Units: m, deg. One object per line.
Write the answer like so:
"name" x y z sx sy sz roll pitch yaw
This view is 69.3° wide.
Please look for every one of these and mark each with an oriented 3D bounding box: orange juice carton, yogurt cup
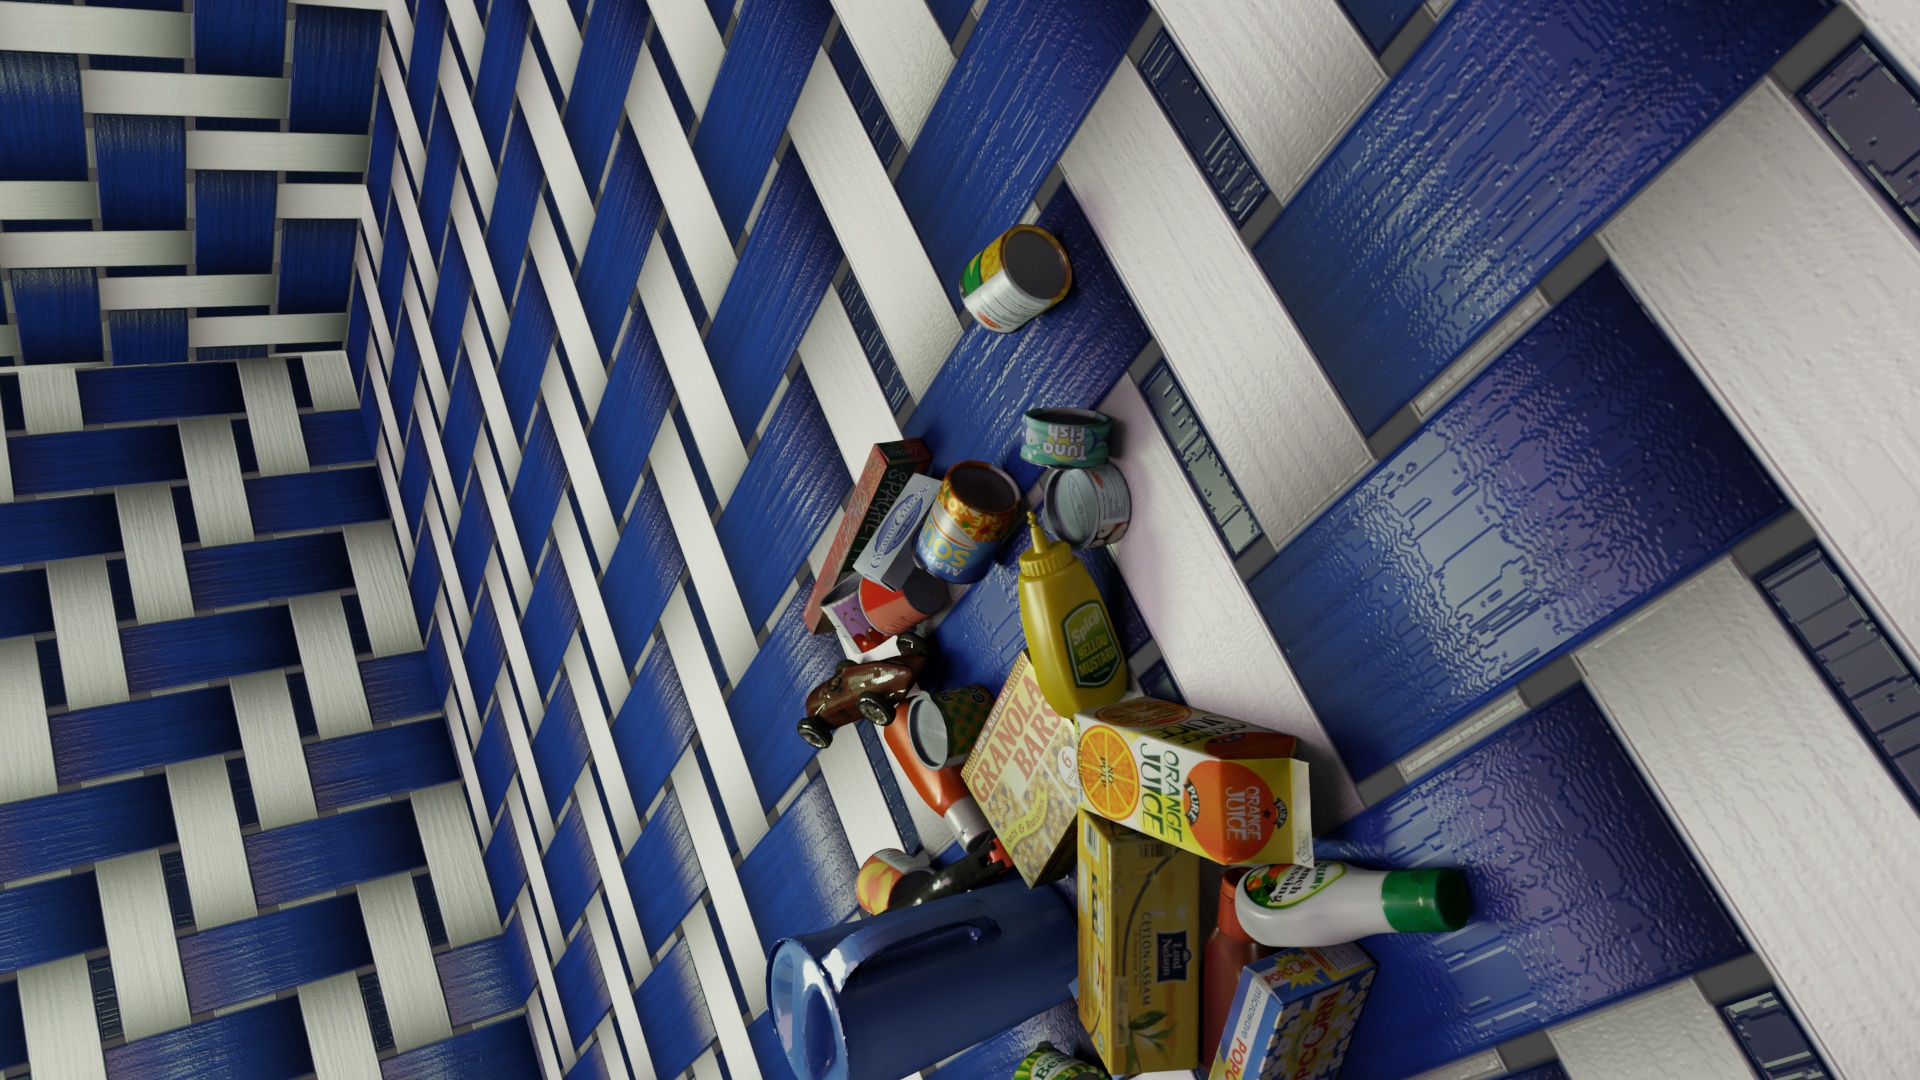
"orange juice carton" 0.164 0.162 0.942 0.192 0.073 0.071 10 105 55
"yogurt cup" -0.050 0.047 1.248 0.053 0.072 0.072 -24 77 44

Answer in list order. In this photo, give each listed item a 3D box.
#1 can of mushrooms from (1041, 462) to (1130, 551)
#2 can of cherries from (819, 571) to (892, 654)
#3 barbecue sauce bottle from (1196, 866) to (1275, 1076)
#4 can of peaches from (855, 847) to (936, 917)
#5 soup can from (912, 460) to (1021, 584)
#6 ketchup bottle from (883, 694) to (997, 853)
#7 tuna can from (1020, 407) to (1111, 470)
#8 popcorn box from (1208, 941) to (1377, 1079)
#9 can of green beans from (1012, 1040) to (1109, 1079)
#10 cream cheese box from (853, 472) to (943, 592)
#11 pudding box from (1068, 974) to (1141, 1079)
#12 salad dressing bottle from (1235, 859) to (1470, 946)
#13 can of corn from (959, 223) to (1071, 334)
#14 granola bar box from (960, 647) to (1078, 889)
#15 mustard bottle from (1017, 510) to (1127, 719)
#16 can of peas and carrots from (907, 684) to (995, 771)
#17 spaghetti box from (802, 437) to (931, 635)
"can of mushrooms" 0.093 -0.026 1.041 0.071 0.033 0.071 20 115 53
"can of cherries" -0.086 0.063 1.292 0.058 0.072 0.071 56 149 -12
"barbecue sauce bottle" 0.192 0.300 0.960 0.065 0.044 0.148 29 121 59
"can of peaches" -0.058 0.337 1.328 0.058 0.071 0.071 10 106 55
"soup can" 0.004 -0.014 1.145 0.071 0.071 0.083 57 140 32
"ketchup bottle" -0.017 0.213 1.257 0.149 0.044 0.064 55 134 34
"tuna can" 0.077 -0.075 1.021 0.071 0.071 0.032 26 119 51
"popcorn box" 0.211 0.320 0.897 0.038 0.085 0.126 40 130 46
"can of green beans" 0.084 0.458 1.142 0.057 0.071 0.071 -4 94 56
"cream cheese box" -0.048 -0.008 1.218 0.053 0.024 0.104 20 74 55
"pudding box" 0.126 0.368 1.072 0.084 0.050 0.030 63 146 26
"salad dressing bottle" 0.240 0.223 0.858 0.147 0.064 0.044 -19 100 48
"can of corn" 0.043 -0.200 1.050 0.058 0.071 0.071 -27 75 55
"granola bar box" 0.068 0.183 1.125 0.124 0.039 0.164 55 139 33
"mustard bottle" 0.075 0.053 1.032 0.049 0.065 0.159 2 116 54
"can of peas and carrots" -0.006 0.160 1.213 0.071 0.059 0.070 18 112 54
"spaghetti box" -0.091 0.000 1.314 0.029 0.050 0.248 57 140 30
